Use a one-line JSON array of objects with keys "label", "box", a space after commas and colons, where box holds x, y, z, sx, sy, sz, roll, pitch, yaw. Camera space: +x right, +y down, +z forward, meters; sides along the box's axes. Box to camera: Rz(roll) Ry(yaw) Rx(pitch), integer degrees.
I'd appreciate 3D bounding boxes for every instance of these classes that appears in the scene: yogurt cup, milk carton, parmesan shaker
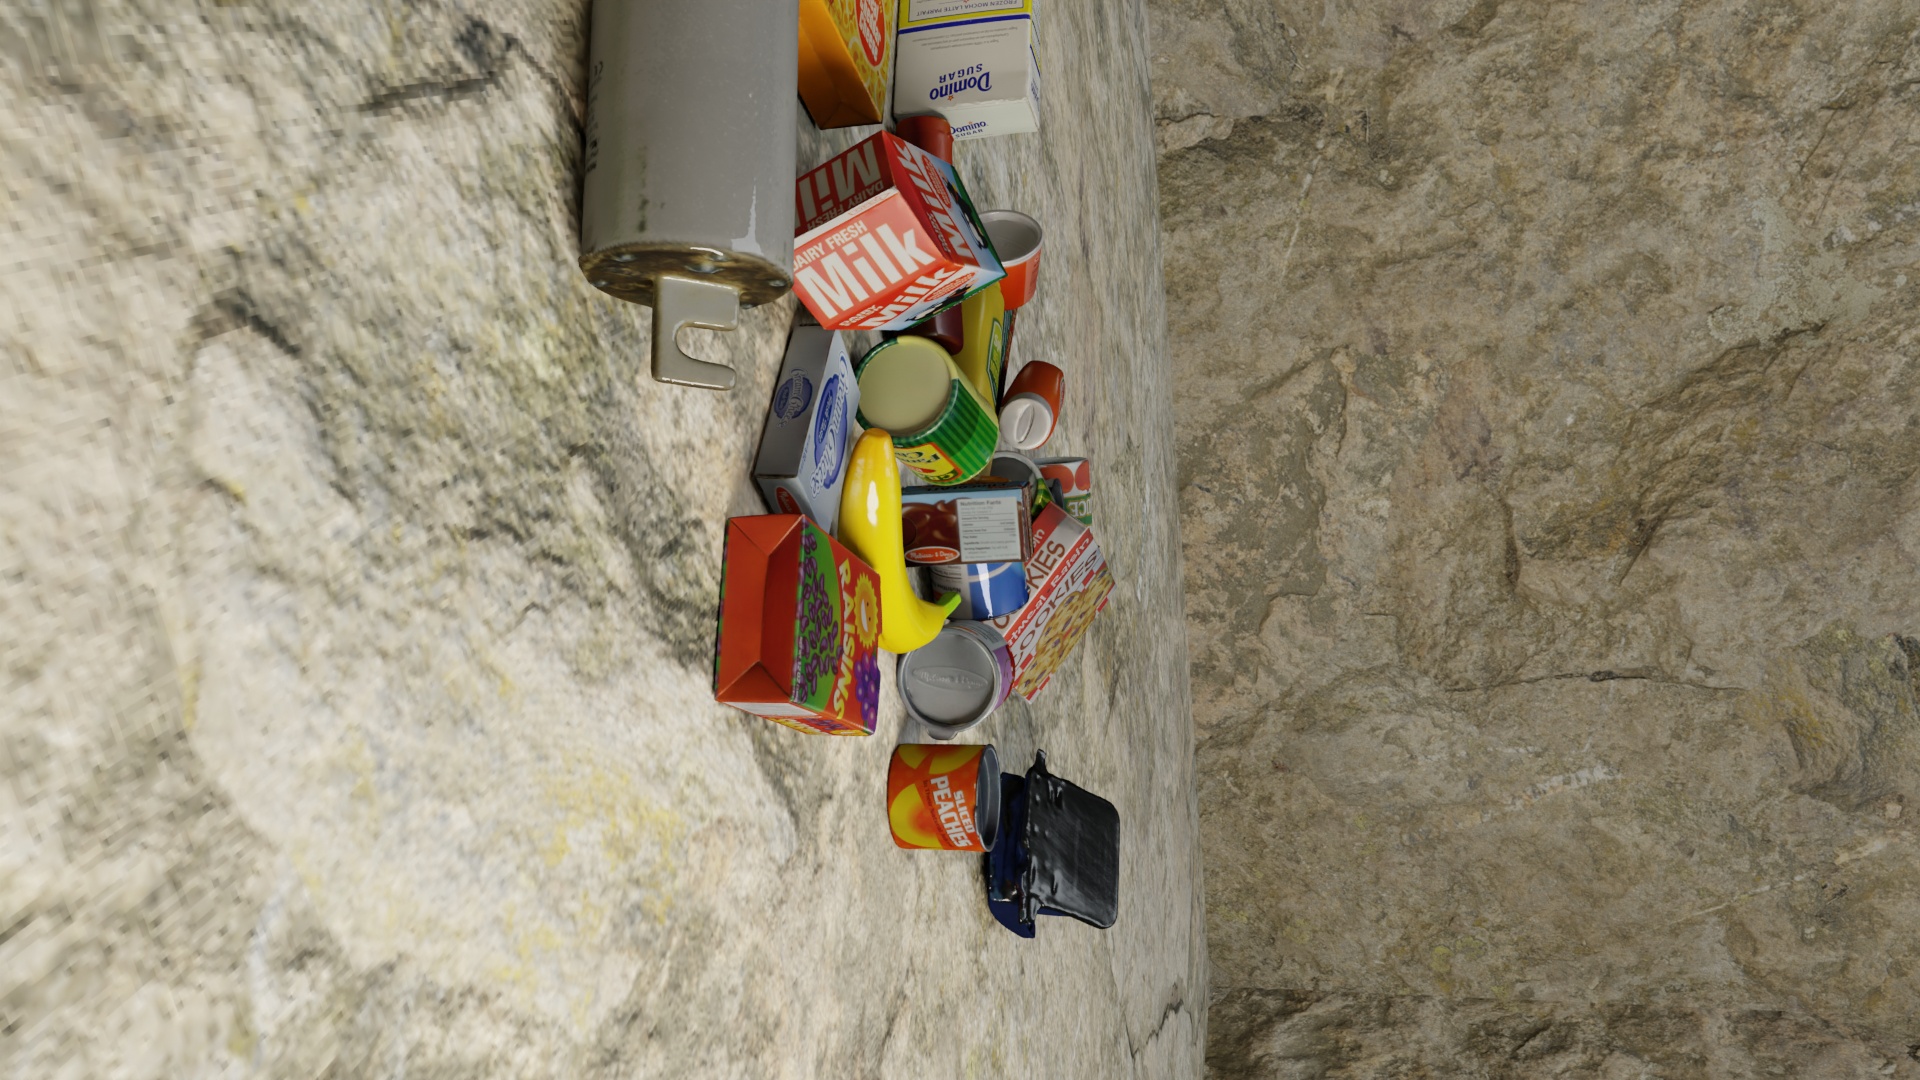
[{"label": "yogurt cup", "box": [0.030, -0.214, 1.071, 0.053, 0.072, 0.073, 85, 11, -49]}, {"label": "milk carton", "box": [-0.039, -0.155, 0.715, 0.073, 0.072, 0.191, 63, 16, -1]}, {"label": "parmesan shaker", "box": [-0.023, -0.078, 0.836, 0.103, 0.071, 0.071, 37, 52, -71]}]

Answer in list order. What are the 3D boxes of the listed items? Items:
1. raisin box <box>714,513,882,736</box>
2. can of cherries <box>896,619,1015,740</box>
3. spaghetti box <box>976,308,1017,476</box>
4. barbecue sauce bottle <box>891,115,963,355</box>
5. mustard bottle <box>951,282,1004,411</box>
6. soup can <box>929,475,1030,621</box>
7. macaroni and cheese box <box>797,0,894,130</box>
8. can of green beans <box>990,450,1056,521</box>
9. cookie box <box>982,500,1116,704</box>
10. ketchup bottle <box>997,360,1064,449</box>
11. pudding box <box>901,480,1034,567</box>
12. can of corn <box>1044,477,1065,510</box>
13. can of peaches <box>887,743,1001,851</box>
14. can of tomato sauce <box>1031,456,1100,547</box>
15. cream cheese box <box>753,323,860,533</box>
[{"label": "raisin box", "box": [-0.073, 0.044, 0.662, 0.123, 0.040, 0.086, 49, 40, -70]}, {"label": "can of cherries", "box": [-0.002, 0.088, 0.890, 0.058, 0.071, 0.071, -9, 97, -77]}, {"label": "spaghetti box", "box": [0.017, -0.135, 1.075, 0.050, 0.029, 0.251, 74, 20, -47]}, {"label": "barbecue sauce bottle", "box": [-0.022, -0.196, 0.894, 0.065, 0.043, 0.148, 21, 67, -75]}, {"label": "mustard bottle", "box": [0.005, -0.144, 0.983, 0.065, 0.049, 0.161, 76, 18, -58]}, {"label": "soup can", "box": [0.012, 0.004, 0.948, 0.071, 0.071, 0.083, -58, 143, -67]}, {"label": "macaroni and cheese box", "box": [-0.069, -0.322, 0.725, 0.123, 0.040, 0.167, 55, 36, -65]}, {"label": "can of green beans", "box": [0.037, -0.028, 1.060, 0.057, 0.071, 0.071, 54, 36, -65]}, {"label": "cookie box", "box": [0.060, 0.052, 1.078, 0.123, 0.040, 0.167, -53, 158, -6]}, {"label": "ketchup bottle", "box": [0.051, -0.096, 1.025, 0.149, 0.043, 0.064, -63, 170, -76]}, {"label": "pudding box", "box": [0.003, -0.011, 0.887, 0.030, 0.084, 0.049, -49, 135, -74]}, {"label": "can of corn", "box": [0.053, -0.015, 1.139, 0.071, 0.058, 0.071, -3, 92, -77]}, {"label": "can of peaches", "box": [-0.010, 0.160, 0.862, 0.071, 0.058, 0.071, -3, 91, -76]}, {"label": "can of tomato sauce", "box": [0.088, -0.032, 1.263, 0.071, 0.071, 0.083, -36, 123, -74]}, {"label": "cream cheese box", "box": [-0.075, -0.054, 0.697, 0.053, 0.024, 0.104, 73, 20, -51]}]
